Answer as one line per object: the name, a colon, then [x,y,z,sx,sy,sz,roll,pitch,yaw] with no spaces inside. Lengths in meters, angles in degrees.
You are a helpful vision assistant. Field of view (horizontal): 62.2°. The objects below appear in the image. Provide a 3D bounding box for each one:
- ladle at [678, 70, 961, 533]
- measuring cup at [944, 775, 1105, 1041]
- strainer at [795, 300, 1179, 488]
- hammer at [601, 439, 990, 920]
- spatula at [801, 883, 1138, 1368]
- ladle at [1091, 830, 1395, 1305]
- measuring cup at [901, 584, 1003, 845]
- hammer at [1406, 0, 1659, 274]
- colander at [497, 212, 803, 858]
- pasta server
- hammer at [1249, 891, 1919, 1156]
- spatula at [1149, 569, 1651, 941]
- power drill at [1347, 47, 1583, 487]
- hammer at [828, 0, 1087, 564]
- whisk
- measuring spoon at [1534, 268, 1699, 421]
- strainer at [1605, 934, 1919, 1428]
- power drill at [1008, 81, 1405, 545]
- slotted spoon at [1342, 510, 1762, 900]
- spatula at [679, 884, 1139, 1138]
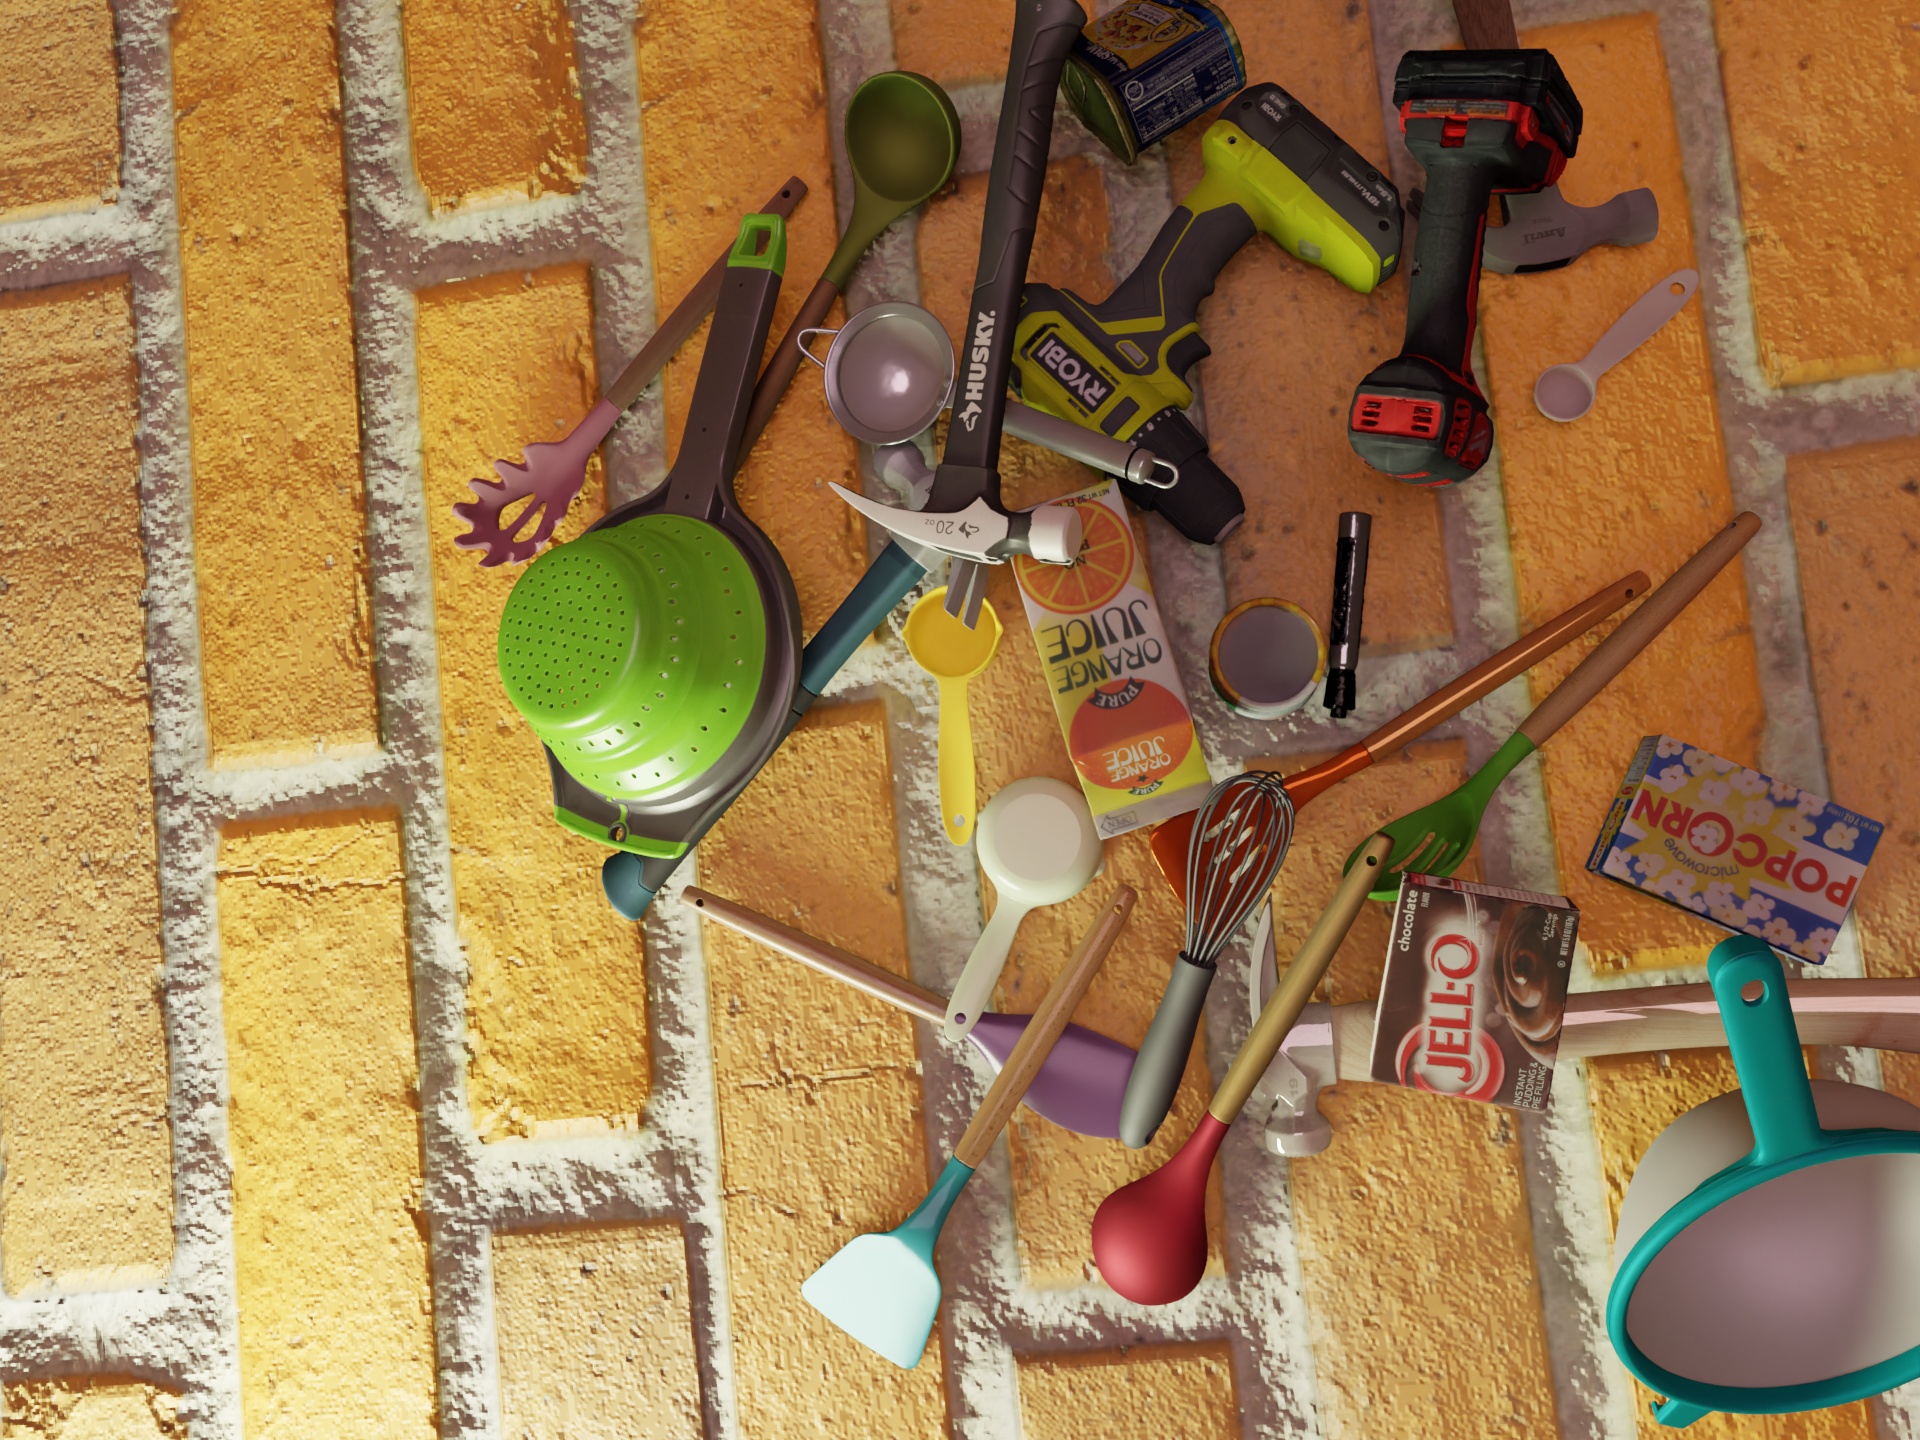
ladle: [-0.098,-0.251,0.984,0.078,0.062,0.320,31,93,13]
measuring cup: [0.028,0.110,0.932,0.083,0.038,0.167,24,82,10]
strainer: [0.015,-0.182,0.933,0.259,0.050,0.087,26,99,26]
hammer: [-0.105,-0.014,0.962,0.331,0.033,0.128,-49,53,7]
spatula: [0.016,0.232,0.928,0.082,0.044,0.317,32,90,9]
ladle: [0.157,0.198,0.877,0.069,0.031,0.315,31,104,17]
measuring cup: [-0.002,-0.003,0.962,0.062,0.029,0.156,-2,87,9]
hammer: [0.308,-0.425,0.946,0.130,0.031,0.331,-12,83,7]
colander: [-0.182,-0.122,0.936,0.205,0.094,0.397,12,87,29]
pasta server: [-0.204,-0.223,1.007,0.060,0.040,0.316,41,91,2]
hammer: [0.364,0.152,0.856,0.410,0.038,0.146,-6,94,13]
spatula: [0.257,0.008,0.910,0.322,0.041,0.081,-33,104,4]
power drill: [0.271,-0.237,0.866,0.079,0.143,0.219,13,98,30]
hammer: [0.019,-0.257,0.903,0.146,0.035,0.335,8,86,22]
whisk: [0.132,0.136,0.887,0.055,0.055,0.239,19,105,10]
measuring spoon: [0.383,-0.218,0.927,0.124,0.018,0.034,-42,79,-3]
strainer: [0.397,0.206,0.785,0.211,0.095,0.340,-22,120,12]
power drill: [0.148,-0.234,0.933,0.228,0.080,0.191,-46,79,6]
slotted spoon: [0.339,-0.006,0.899,0.314,0.070,0.031,-44,112,-2]
spatula: [-0.028,0.169,0.954,0.316,0.018,0.060,23,91,9]
